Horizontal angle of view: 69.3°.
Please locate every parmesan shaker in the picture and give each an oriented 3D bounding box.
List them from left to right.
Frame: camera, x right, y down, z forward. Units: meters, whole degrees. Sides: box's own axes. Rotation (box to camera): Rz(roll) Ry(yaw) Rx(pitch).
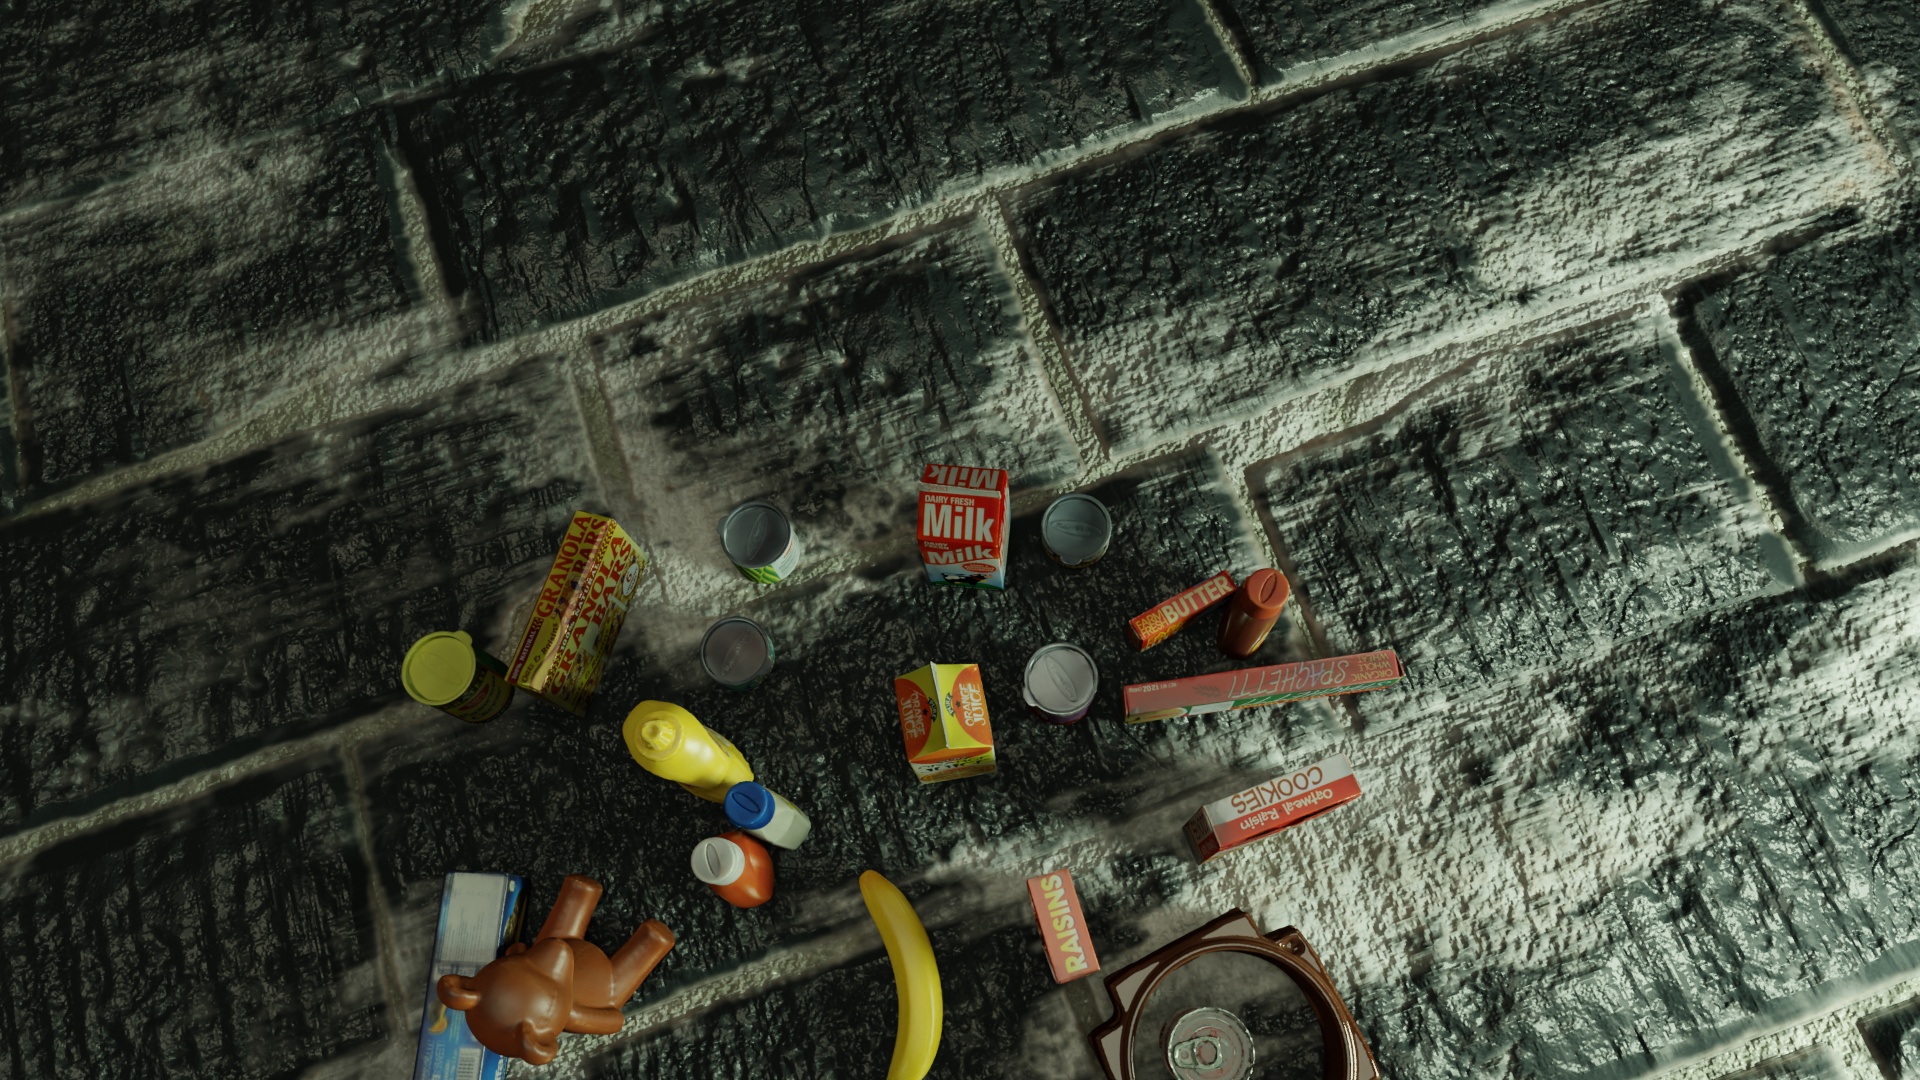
[{"bbox_3d":[-0.454,0.125,1.268,0.071,0.102,0.071,-1,73,3],"label":"parmesan shaker"}]

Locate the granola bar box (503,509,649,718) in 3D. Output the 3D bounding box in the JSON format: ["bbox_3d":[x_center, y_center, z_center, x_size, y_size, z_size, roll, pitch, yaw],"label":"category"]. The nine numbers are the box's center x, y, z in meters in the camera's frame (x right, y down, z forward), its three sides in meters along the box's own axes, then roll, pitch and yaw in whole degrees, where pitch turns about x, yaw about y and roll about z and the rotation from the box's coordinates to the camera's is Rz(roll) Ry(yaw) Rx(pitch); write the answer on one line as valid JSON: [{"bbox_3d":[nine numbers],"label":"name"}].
[{"bbox_3d":[-0.348,0.069,1.269,0.039,0.124,0.166,16,74,8],"label":"granola bar box"}]

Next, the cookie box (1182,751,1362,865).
[{"bbox_3d":[0.257,0.228,1.164,0.123,0.167,0.040,-21,73,-4],"label":"cookie box"}]

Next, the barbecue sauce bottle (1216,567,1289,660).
[{"bbox_3d":[0.260,0.061,1.228,0.044,0.148,0.065,26,76,11],"label":"barbecue sauce bottle"}]

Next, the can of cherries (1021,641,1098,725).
[{"bbox_3d":[0.088,0.132,1.261,0.071,0.058,0.071,-1,72,3],"label":"can of cherries"}]

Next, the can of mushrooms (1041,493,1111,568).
[{"bbox_3d":[0.109,-0.006,1.318,0.071,0.033,0.071,-1,72,3],"label":"can of mushrooms"}]

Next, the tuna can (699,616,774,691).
[{"bbox_3d":[-0.206,0.107,1.297,0.071,0.032,0.071,-1,72,3],"label":"tuna can"}]

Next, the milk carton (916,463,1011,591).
[{"bbox_3d":[0.004,-0.016,1.244,0.072,0.190,0.073,6,73,5],"label":"milk carton"}]

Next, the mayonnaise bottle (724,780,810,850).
[{"bbox_3d":[-0.170,0.234,1.194,0.065,0.147,0.041,31,77,12],"label":"mayonnaise bottle"}]

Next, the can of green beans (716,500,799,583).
[{"bbox_3d":[-0.189,0.003,1.317,0.071,0.057,0.071,-1,72,3],"label":"can of green beans"}]

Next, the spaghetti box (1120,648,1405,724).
[{"bbox_3d":[0.270,0.133,1.256,0.250,0.050,0.029,-8,72,0],"label":"spaghetti box"}]

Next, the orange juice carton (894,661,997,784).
[{"bbox_3d":[-0.012,0.157,1.188,0.073,0.192,0.072,-10,72,0],"label":"orange juice carton"}]

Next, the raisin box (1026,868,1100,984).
[{"bbox_3d":[0.084,0.324,1.165,0.040,0.123,0.086,-16,72,-2],"label":"raisin box"}]

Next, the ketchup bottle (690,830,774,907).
[{"bbox_3d":[-0.194,0.277,1.181,0.043,0.148,0.065,-19,73,-3],"label":"ketchup bottle"}]

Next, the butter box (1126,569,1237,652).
[{"bbox_3d":[0.203,0.066,1.279,0.103,0.053,0.024,-28,73,-6],"label":"butter box"}]
